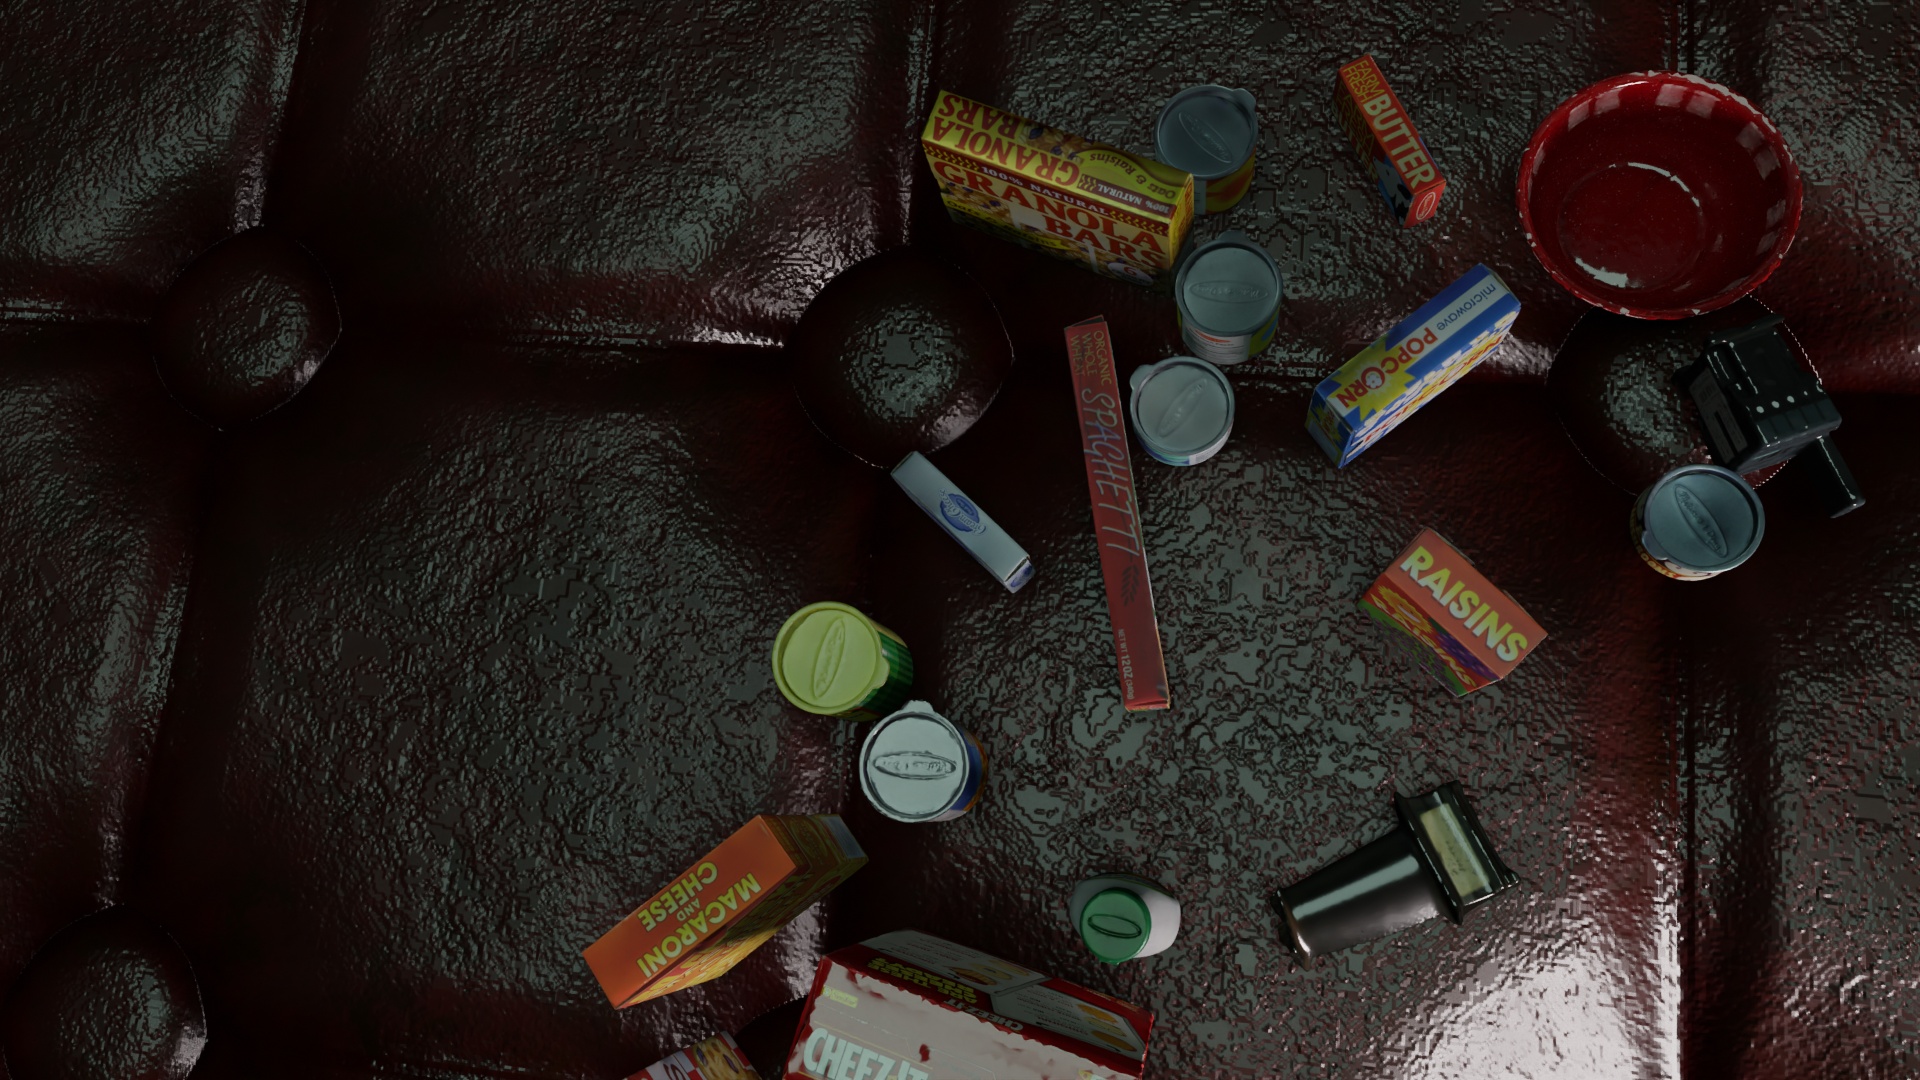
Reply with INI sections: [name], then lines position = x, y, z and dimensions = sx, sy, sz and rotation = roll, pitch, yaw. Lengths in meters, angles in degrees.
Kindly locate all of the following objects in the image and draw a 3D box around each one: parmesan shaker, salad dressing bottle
[parmesan shaker]
position = -0.067, 0.078, 0.858
dimensions = 0.071, 0.103, 0.071
rotation = -2, 79, 9
[salad dressing bottle]
position = 0.091, 0.212, 0.782
dimensions = 0.064, 0.147, 0.044
rotation = 11, 81, 11

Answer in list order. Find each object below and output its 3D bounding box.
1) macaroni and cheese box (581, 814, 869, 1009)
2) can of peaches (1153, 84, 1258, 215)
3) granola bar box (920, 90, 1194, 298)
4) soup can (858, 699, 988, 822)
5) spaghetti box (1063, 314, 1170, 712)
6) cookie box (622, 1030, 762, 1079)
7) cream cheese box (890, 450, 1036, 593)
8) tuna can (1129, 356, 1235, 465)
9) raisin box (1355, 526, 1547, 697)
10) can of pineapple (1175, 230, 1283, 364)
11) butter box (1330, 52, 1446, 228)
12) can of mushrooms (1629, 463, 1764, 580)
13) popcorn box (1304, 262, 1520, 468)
[macaroni and cheese box]
position = -0.129, 0.211, 0.808
dimensions = 0.124, 0.166, 0.040
rotation = -38, 76, 0
[can of peaches]
position = 0.163, -0.257, 0.913
dimensions = 0.071, 0.058, 0.071
rotation = -2, 79, 9
[granola bar box]
position = 0.065, -0.217, 0.887
dimensions = 0.166, 0.124, 0.039
rotation = 22, 84, 13
[soup can]
position = -0.020, 0.136, 0.849
dimensions = 0.071, 0.083, 0.071
rotation = -2, 79, 9
[spaghetti box]
position = 0.099, -0.017, 0.878
dimensions = 0.029, 0.050, 0.250
rotation = -10, 77, 7
[cookie box]
position = -0.138, 0.350, 0.781
dimensions = 0.040, 0.167, 0.123
rotation = -40, 76, 0
[cream cheese box]
position = 0.003, -0.011, 0.891
dimensions = 0.104, 0.053, 0.024
rotation = 43, 88, 14
[tuna can]
position = 0.141, -0.084, 0.894
dimensions = 0.071, 0.033, 0.071
rotation = -2, 78, 9
[raisin box]
position = 0.279, 0.044, 0.799
dimensions = 0.040, 0.123, 0.086
rotation = -44, 76, -1
[can of pineapple]
position = 0.172, -0.154, 0.891
dimensions = 0.071, 0.058, 0.071
rotation = -2, 79, 9
[butter box]
position = 0.275, -0.257, 0.898
dimensions = 0.024, 0.053, 0.103
rotation = -26, 76, 4
[can of mushrooms]
position = 0.437, -0.009, 0.830
dimensions = 0.071, 0.033, 0.071
rotation = -2, 78, 9
[popcorn box]
position = 0.274, -0.105, 0.850
dimensions = 0.127, 0.085, 0.038
rotation = -37, 76, 1
